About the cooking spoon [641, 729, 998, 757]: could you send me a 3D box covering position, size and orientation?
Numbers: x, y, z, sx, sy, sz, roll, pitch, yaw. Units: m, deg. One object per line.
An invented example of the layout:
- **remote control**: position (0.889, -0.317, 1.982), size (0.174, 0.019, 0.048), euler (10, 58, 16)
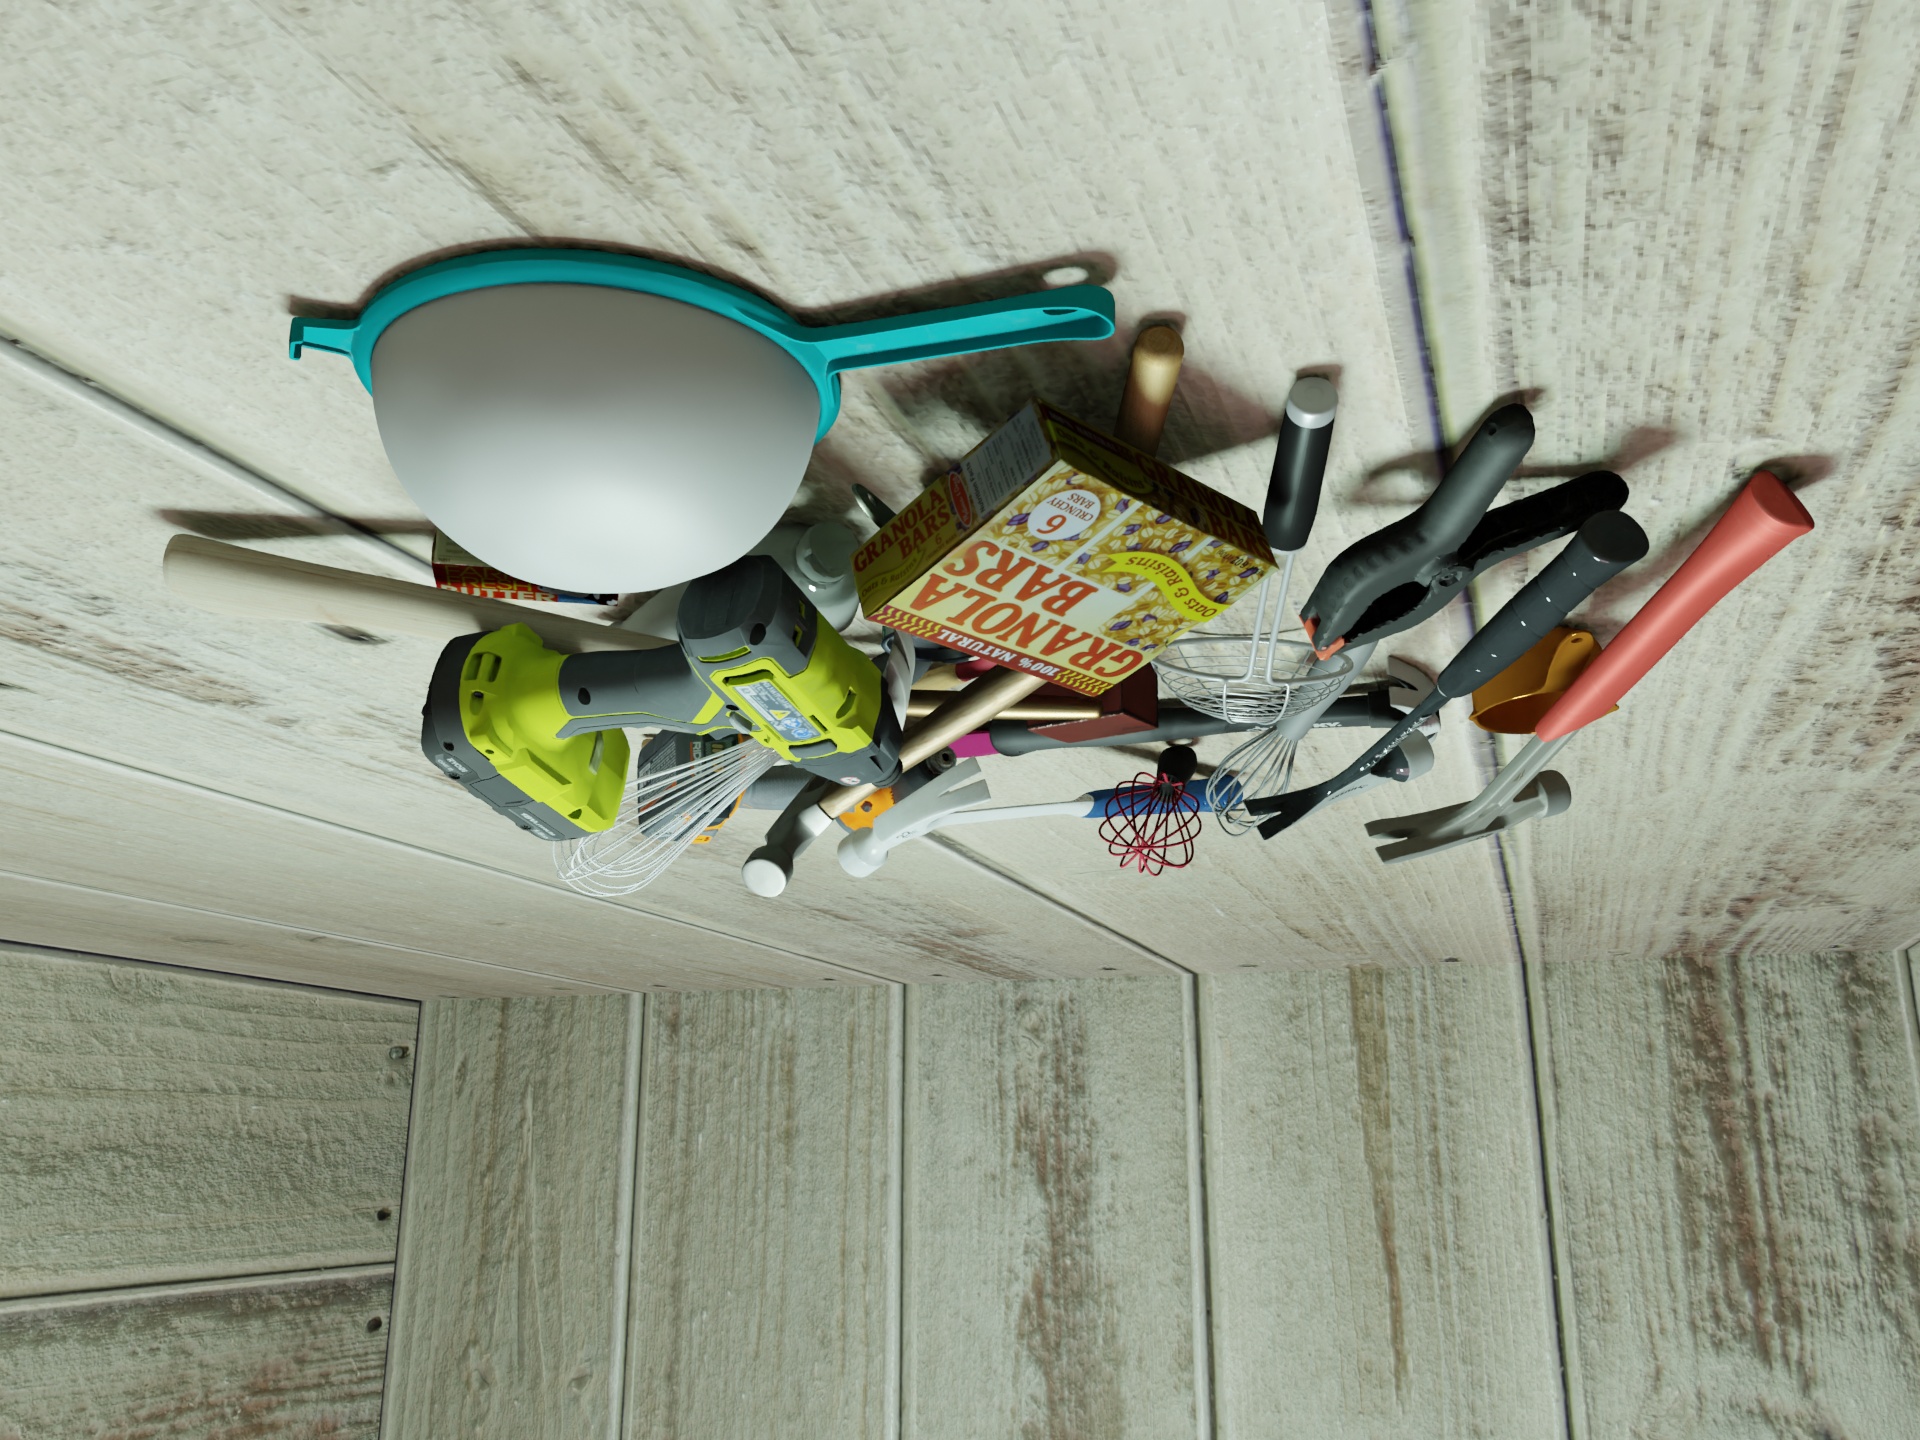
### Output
- **cooking spoon**: position (-0.103, 0.019, 1.298), size (0.319, 0.017, 0.068), euler (-1, 164, 4)

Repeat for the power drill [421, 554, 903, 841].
- **power drill**: position (-0.150, -0.001, 0.833), size (0.223, 0.080, 0.171), euler (-9, 145, 24)

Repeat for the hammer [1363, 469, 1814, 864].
- **hammer**: position (0.369, -0.018, 0.937), size (0.149, 0.037, 0.358), euler (-13, 153, -18)

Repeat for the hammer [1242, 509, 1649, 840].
- **hammer**: position (0.285, -0.018, 0.943), size (0.149, 0.036, 0.408), euler (-23, 164, -14)

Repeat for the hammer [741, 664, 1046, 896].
- **hammer**: position (-0.002, -0.003, 0.986), size (0.331, 0.130, 0.031), euler (-34, 105, 30)

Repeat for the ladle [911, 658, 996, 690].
- **ladle**: position (-0.013, -0.028, 1.116), size (0.069, 0.031, 0.315), euler (20, 158, -34)

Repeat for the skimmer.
- **skimmer**: position (0.171, -0.092, 0.877), size (0.127, 0.090, 0.363), euler (3, 155, 6)

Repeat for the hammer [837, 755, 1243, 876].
- **hammer**: position (0.096, 0.068, 1.287), size (0.405, 0.035, 0.144), euler (-2, 154, -44)

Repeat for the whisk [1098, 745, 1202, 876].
- **whisk**: position (0.153, 0.055, 1.196), size (0.073, 0.073, 0.296), euler (-4, -170, 14)

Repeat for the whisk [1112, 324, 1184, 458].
- **whisk**: position (0.084, -0.115, 0.772), size (0.051, 0.047, 0.244), euler (-16, 162, -7)

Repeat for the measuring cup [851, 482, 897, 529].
- **measuring cup**: position (-0.004, -0.092, 0.779), size (0.038, 0.083, 0.167), euler (-28, 160, 14)

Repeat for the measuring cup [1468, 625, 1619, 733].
- **measuring cup**: position (0.376, -0.042, 1.014), size (0.095, 0.052, 0.173), euler (-4, 159, 8)

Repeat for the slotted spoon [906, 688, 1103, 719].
- **slotted spoon**: position (-0.056, -0.014, 1.096), size (0.314, 0.031, 0.070), euler (2, -169, 16)

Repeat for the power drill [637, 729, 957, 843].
- **power drill**: position (-0.119, 0.045, 1.222), size (0.226, 0.084, 0.164), euler (4, 162, -27)

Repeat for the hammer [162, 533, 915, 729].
- **hammer**: position (-0.229, -0.051, 0.879), size (0.410, 0.038, 0.146), euler (12, 151, -5)

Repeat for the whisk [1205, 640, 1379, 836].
- **whisk**: position (0.228, 0.006, 1.093), size (0.055, 0.055, 0.238), euler (5, 144, -16)

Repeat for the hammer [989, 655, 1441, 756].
- **hammer**: position (0.185, -0.001, 1.193), size (0.335, 0.035, 0.146), euler (-4, 165, 16)

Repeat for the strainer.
- **strainer**: position (-0.099, -0.115, 0.674), size (0.340, 0.095, 0.210), euler (-4, 164, 21)

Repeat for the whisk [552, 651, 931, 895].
- **whisk**: position (-0.136, 0.026, 1.034), size (0.284, 0.070, 0.070), euler (-32, 171, -15)
